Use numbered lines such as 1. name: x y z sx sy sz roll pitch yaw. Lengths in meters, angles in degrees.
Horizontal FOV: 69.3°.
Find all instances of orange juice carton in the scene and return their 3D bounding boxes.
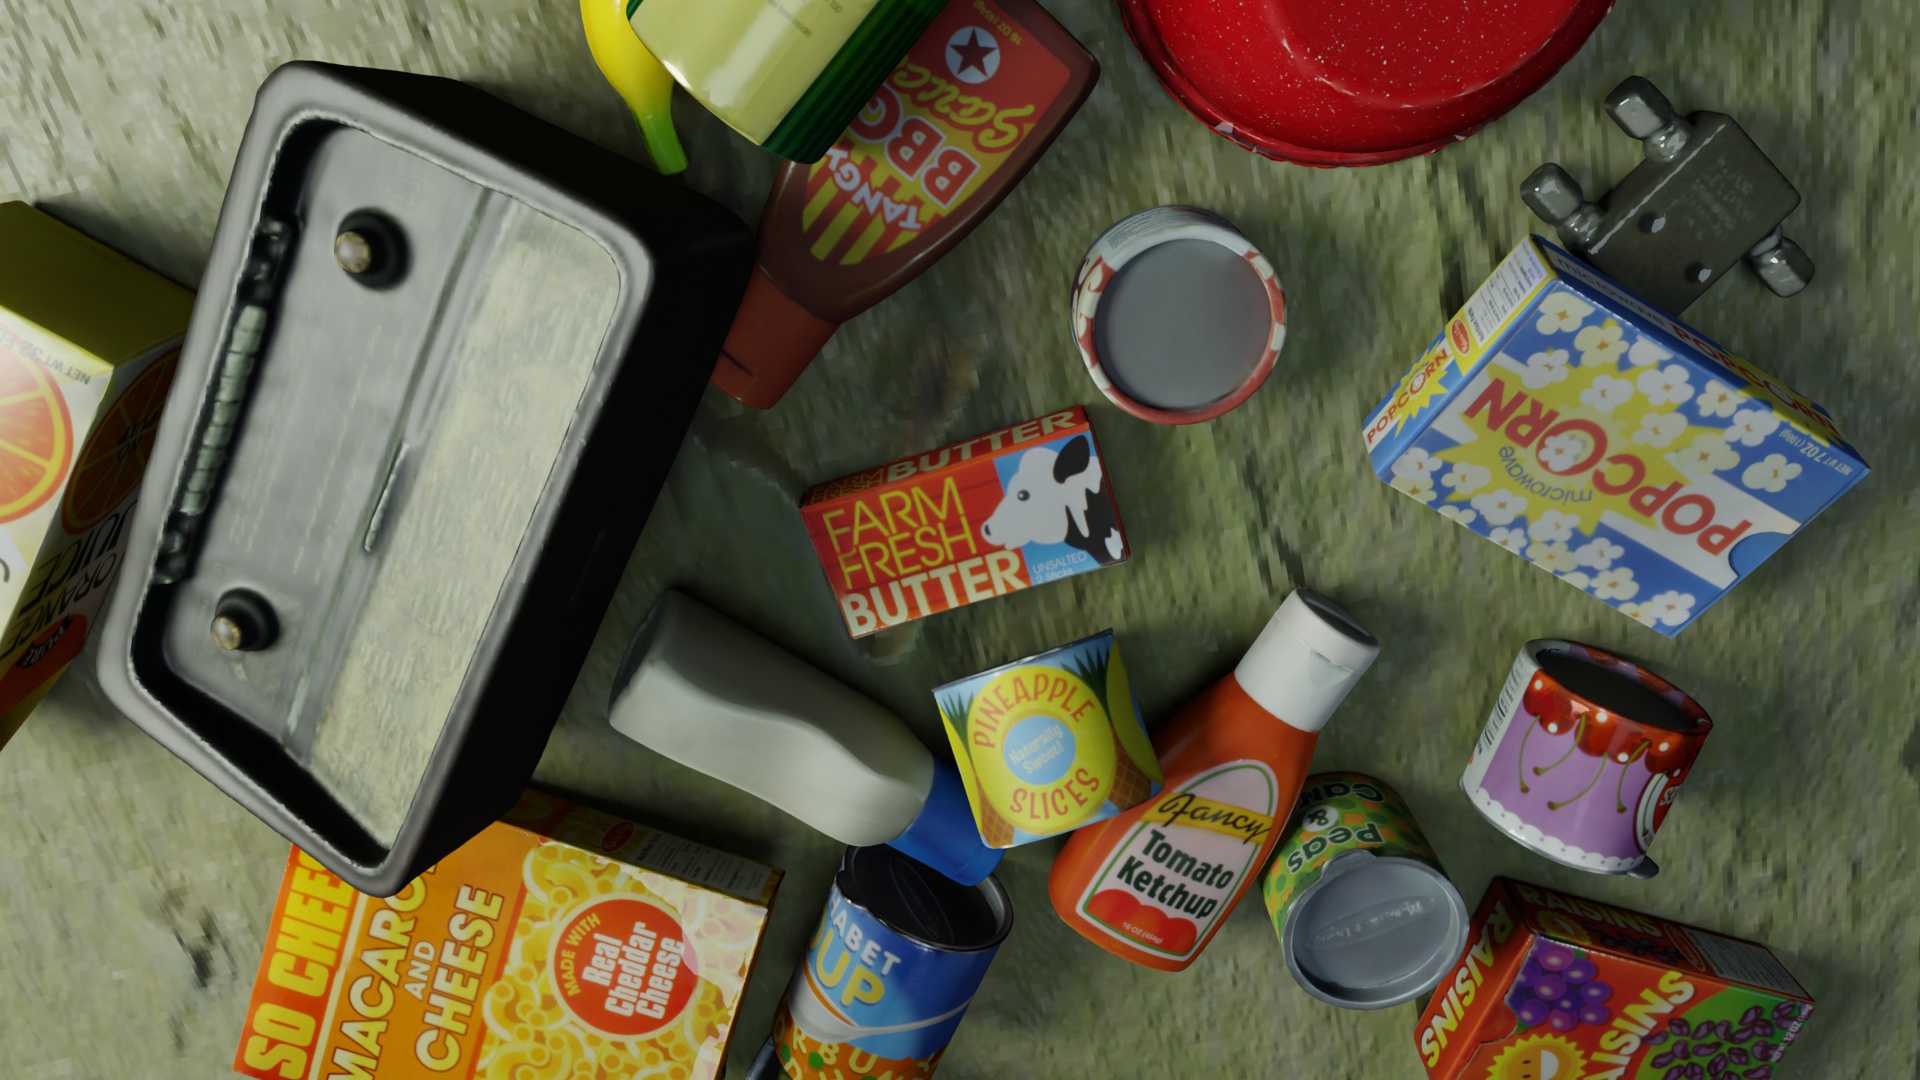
1. orange juice carton: -0.318 -0.005 0.443 0.072 0.073 0.192 30 109 -13

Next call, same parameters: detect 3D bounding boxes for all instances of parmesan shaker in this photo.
1. parmesan shaker: -0.034 -0.161 0.364 0.071 0.071 0.102 39 110 -15

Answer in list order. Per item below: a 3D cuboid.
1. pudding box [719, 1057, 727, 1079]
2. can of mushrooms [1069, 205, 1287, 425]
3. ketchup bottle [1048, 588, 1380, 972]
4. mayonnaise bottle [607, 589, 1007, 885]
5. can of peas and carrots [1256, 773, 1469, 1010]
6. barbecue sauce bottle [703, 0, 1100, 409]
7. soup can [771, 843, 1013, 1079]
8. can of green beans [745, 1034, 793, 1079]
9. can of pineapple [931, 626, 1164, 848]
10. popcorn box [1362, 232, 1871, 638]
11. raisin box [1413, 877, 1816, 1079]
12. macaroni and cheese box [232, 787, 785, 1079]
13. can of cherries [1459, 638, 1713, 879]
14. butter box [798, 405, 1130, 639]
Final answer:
1. pudding box: -0.139 0.198 0.552 0.084 0.030 0.049 -16 110 5
2. can of mushrooms: 0.070 -0.070 0.448 0.071 0.033 0.070 -1 111 -2
3. ketchup bottle: 0.095 0.086 0.506 0.065 0.044 0.148 28 108 -12
4. mayonnaise bottle: -0.049 0.074 0.489 0.148 0.065 0.041 32 107 -17
5. can of peas and carrots: 0.145 0.127 0.515 0.071 0.059 0.070 0 111 -1
6. barbecue sauce bottle: -0.027 -0.106 0.426 0.065 0.044 0.148 40 106 -7
7. soup can: -0.029 0.160 0.519 0.071 0.071 0.083 21 110 -9
8. can of green beans: -0.057 0.235 0.549 0.058 0.071 0.071 26 109 -11
9. can of pineapple: 0.030 0.067 0.473 0.071 0.071 0.058 -19 84 6
10. popcorn box: 0.209 -0.032 0.453 0.127 0.038 0.084 27 125 -11
11. raisin box: 0.258 0.193 0.555 0.123 0.040 0.085 16 112 -7
12. macaroni and cheese box: -0.163 0.157 0.507 0.166 0.040 0.123 18 97 0
13. can of cherries: 0.223 0.076 0.492 0.071 0.072 0.058 14 110 -7
14. butter box: 0.002 -0.006 0.477 0.103 0.024 0.053 -16 112 5
